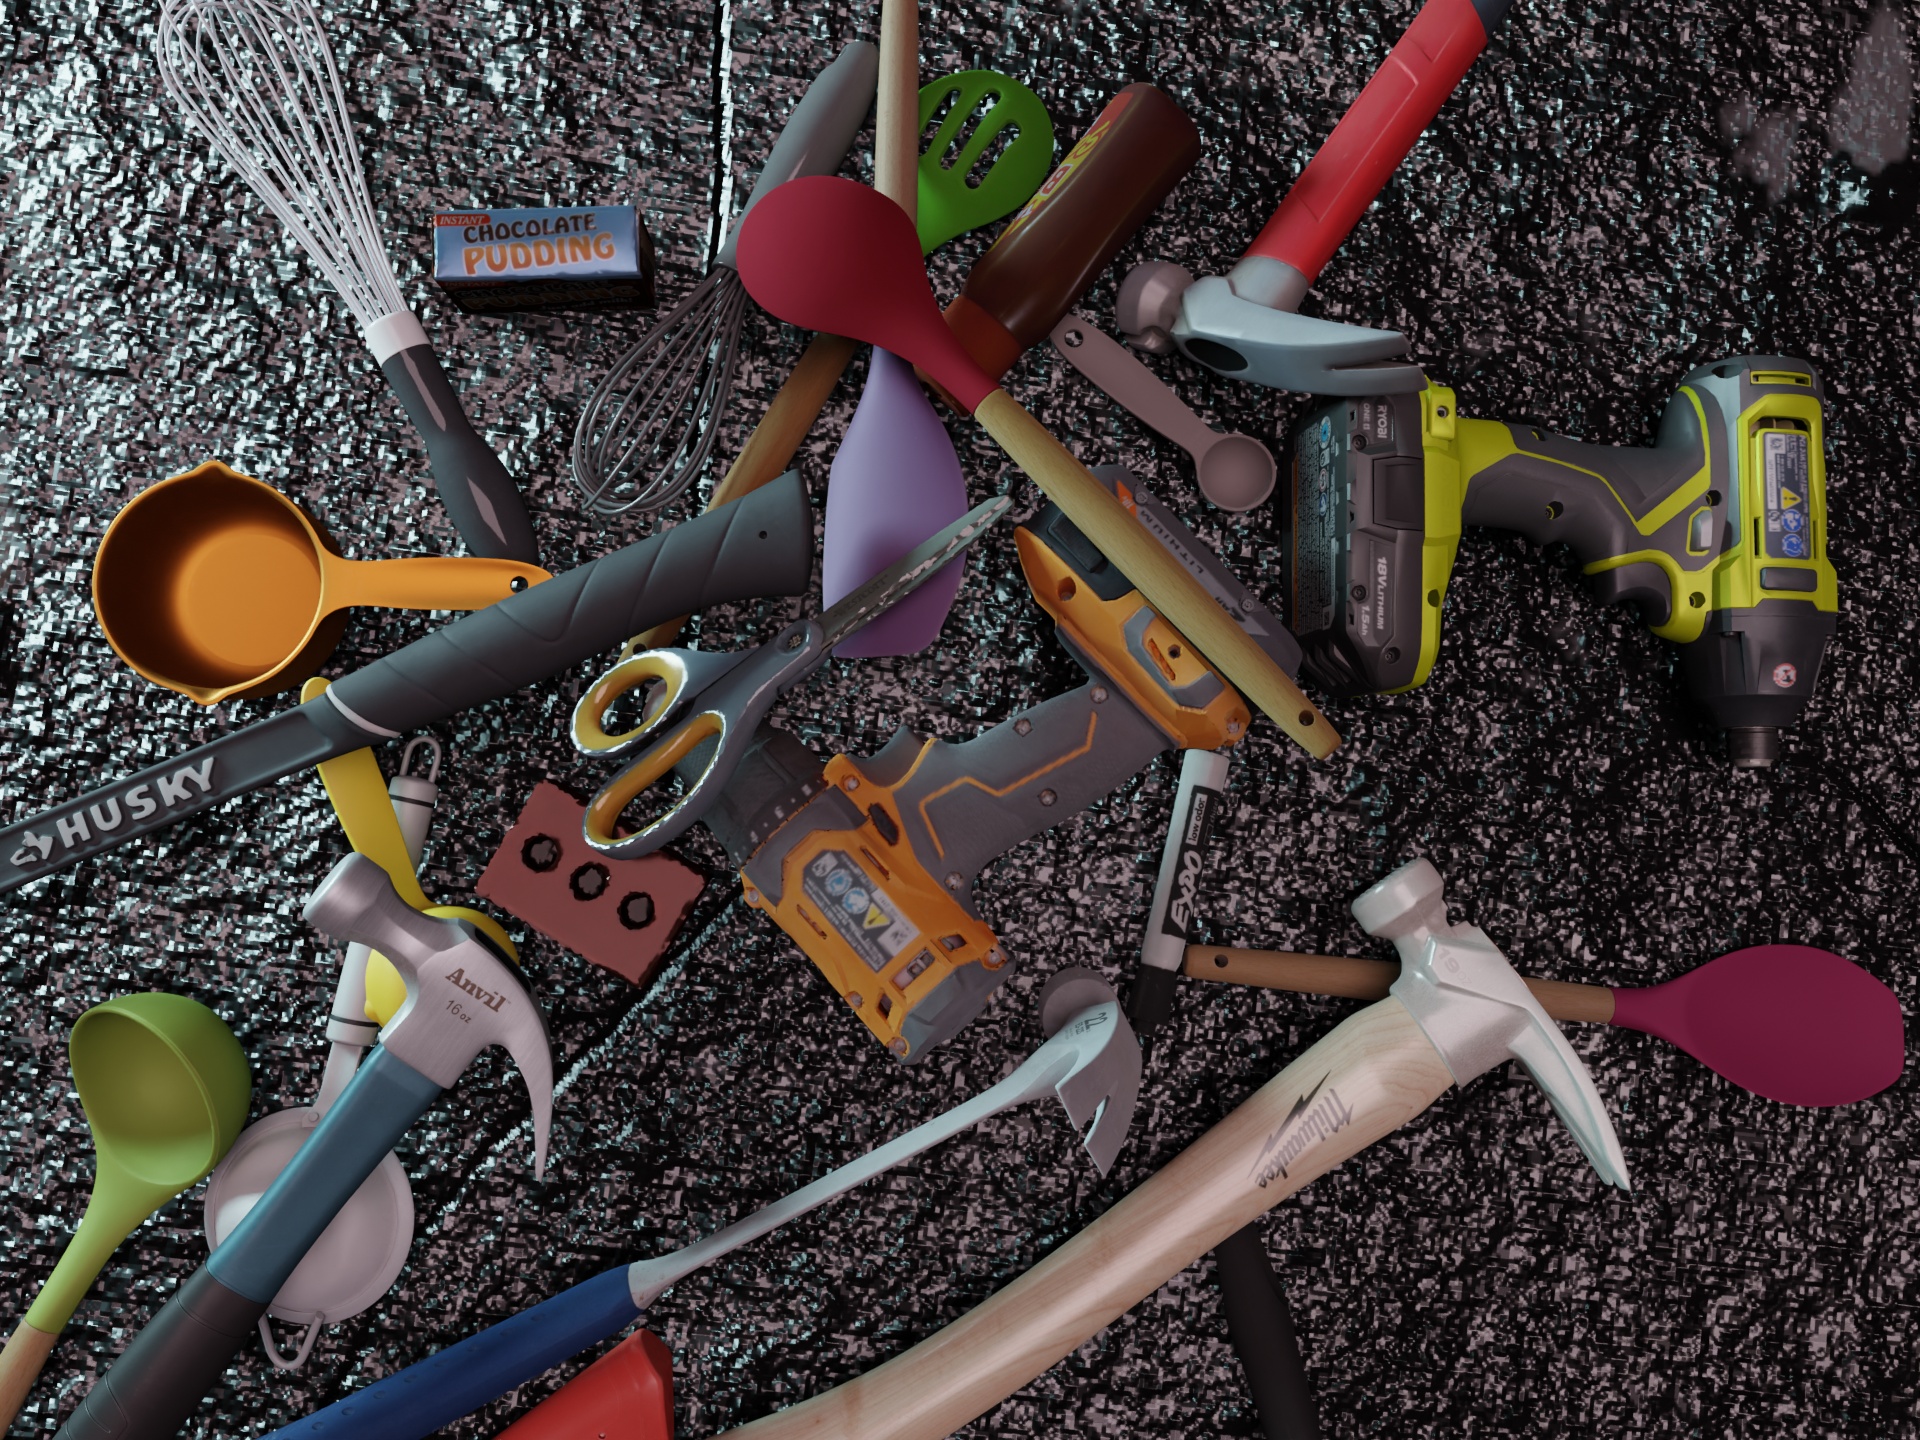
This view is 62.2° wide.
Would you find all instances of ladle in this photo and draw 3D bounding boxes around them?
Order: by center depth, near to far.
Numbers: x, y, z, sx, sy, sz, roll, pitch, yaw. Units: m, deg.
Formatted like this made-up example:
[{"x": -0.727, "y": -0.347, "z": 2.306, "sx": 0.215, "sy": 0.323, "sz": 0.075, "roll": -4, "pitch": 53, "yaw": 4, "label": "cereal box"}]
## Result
[{"x": -0.365, "y": 0.251, "z": 0.592, "sx": 0.078, "sy": 0.062, "sz": 0.320, "roll": 24, "pitch": 80, "yaw": 17, "label": "ladle"}, {"x": 0.027, "y": -0.101, "z": 0.600, "sx": 0.069, "sy": 0.031, "sz": 0.315, "roll": -42, "pitch": 79, "yaw": -9, "label": "ladle"}]

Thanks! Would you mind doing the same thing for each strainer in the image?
[{"x": -0.246, "y": 0.131, "z": 0.633, "sx": 0.087, "sy": 0.050, "sz": 0.258, "roll": 11, "pitch": 82, "yaw": 4, "label": "strainer"}]

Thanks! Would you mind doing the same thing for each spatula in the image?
[{"x": -0.025, "y": -0.177, "z": 0.645, "sx": 0.060, "sy": 0.018, "sz": 0.316, "roll": -4, "pitch": 75, "yaw": 16, "label": "spatula"}]

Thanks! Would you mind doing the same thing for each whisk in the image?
[{"x": 0.150, "y": 0.343, "z": 0.640, "sx": 0.073, "sy": 0.073, "sz": 0.296, "roll": -16, "pitch": 82, "yaw": -6, "label": "whisk"}, {"x": -0.245, "y": -0.185, "z": 0.651, "sx": 0.070, "sy": 0.070, "sz": 0.284, "roll": -28, "pitch": 93, "yaw": -6, "label": "whisk"}, {"x": -0.094, "y": -0.187, "z": 0.665, "sx": 0.055, "sy": 0.055, "sz": 0.239, "roll": 28, "pitch": 81, "yaw": -2, "label": "whisk"}]

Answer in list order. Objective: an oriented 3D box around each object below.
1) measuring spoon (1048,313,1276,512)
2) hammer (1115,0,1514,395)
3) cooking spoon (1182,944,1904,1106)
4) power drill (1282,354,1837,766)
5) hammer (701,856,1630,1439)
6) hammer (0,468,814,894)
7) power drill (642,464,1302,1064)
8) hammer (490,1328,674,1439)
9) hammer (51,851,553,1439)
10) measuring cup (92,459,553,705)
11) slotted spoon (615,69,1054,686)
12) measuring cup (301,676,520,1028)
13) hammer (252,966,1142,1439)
[{"x": 0.085, "y": -0.135, "z": 0.693, "sx": 0.124, "sy": 0.018, "sz": 0.034, "roll": 42, "pitch": 84, "yaw": 6, "label": "measuring spoon"}, {"x": 0.225, "y": -0.297, "z": 0.670, "sx": 0.386, "sy": 0.143, "sz": 0.038, "roll": -54, "pitch": 135, "yaw": -10, "label": "hammer"}, {"x": 0.252, "y": 0.119, "z": 0.682, "sx": 0.319, "sy": 0.017, "sz": 0.069, "roll": 7, "pitch": 76, "yaw": -4, "label": "cooking spoon"}, {"x": 0.255, "y": -0.068, "z": 0.669, "sx": 0.223, "sy": 0.080, "sz": 0.171, "roll": 2, "pitch": 86, "yaw": -7, "label": "power drill"}, {"x": 0.059, "y": 0.228, "z": 0.629, "sx": 0.410, "sy": 0.038, "sz": 0.146, "roll": -34, "pitch": 76, "yaw": -1, "label": "hammer"}, {"x": -0.242, "y": 0.000, "z": 0.589, "sx": 0.409, "sy": 0.036, "sz": 0.149, "roll": -24, "pitch": 88, "yaw": -2, "label": "hammer"}, {"x": -0.001, "y": -0.002, "z": 0.643, "sx": 0.226, "sy": 0.084, "sz": 0.185, "roll": -43, "pitch": 82, "yaw": -1, "label": "power drill"}, {"x": -0.266, "y": 0.356, "z": 0.615, "sx": 0.359, "sy": 0.036, "sz": 0.149, "roll": -38, "pitch": 89, "yaw": -6, "label": "hammer"}, {"x": -0.272, "y": 0.213, "z": 0.578, "sx": 0.128, "sy": 0.033, "sz": 0.331, "roll": 39, "pitch": 88, "yaw": -17, "label": "hammer"}, {"x": -0.248, "y": -0.051, "z": 0.640, "sx": 0.173, "sy": 0.052, "sz": 0.095, "roll": 0, "pitch": 86, "yaw": -6, "label": "measuring cup"}, {"x": -0.057, "y": -0.149, "z": 0.674, "sx": 0.070, "sy": 0.031, "sz": 0.314, "roll": 31, "pitch": 85, "yaw": 5, "label": "slotted spoon"}, {"x": -0.217, "y": 0.056, "z": 0.618, "sx": 0.062, "sy": 0.029, "sz": 0.156, "roll": -28, "pitch": 105, "yaw": -39, "label": "measuring cup"}, {"x": -0.114, "y": 0.211, "z": 0.603, "sx": 0.405, "sy": 0.144, "sz": 0.035, "roll": -27, "pitch": 95, "yaw": 1, "label": "hammer"}]
